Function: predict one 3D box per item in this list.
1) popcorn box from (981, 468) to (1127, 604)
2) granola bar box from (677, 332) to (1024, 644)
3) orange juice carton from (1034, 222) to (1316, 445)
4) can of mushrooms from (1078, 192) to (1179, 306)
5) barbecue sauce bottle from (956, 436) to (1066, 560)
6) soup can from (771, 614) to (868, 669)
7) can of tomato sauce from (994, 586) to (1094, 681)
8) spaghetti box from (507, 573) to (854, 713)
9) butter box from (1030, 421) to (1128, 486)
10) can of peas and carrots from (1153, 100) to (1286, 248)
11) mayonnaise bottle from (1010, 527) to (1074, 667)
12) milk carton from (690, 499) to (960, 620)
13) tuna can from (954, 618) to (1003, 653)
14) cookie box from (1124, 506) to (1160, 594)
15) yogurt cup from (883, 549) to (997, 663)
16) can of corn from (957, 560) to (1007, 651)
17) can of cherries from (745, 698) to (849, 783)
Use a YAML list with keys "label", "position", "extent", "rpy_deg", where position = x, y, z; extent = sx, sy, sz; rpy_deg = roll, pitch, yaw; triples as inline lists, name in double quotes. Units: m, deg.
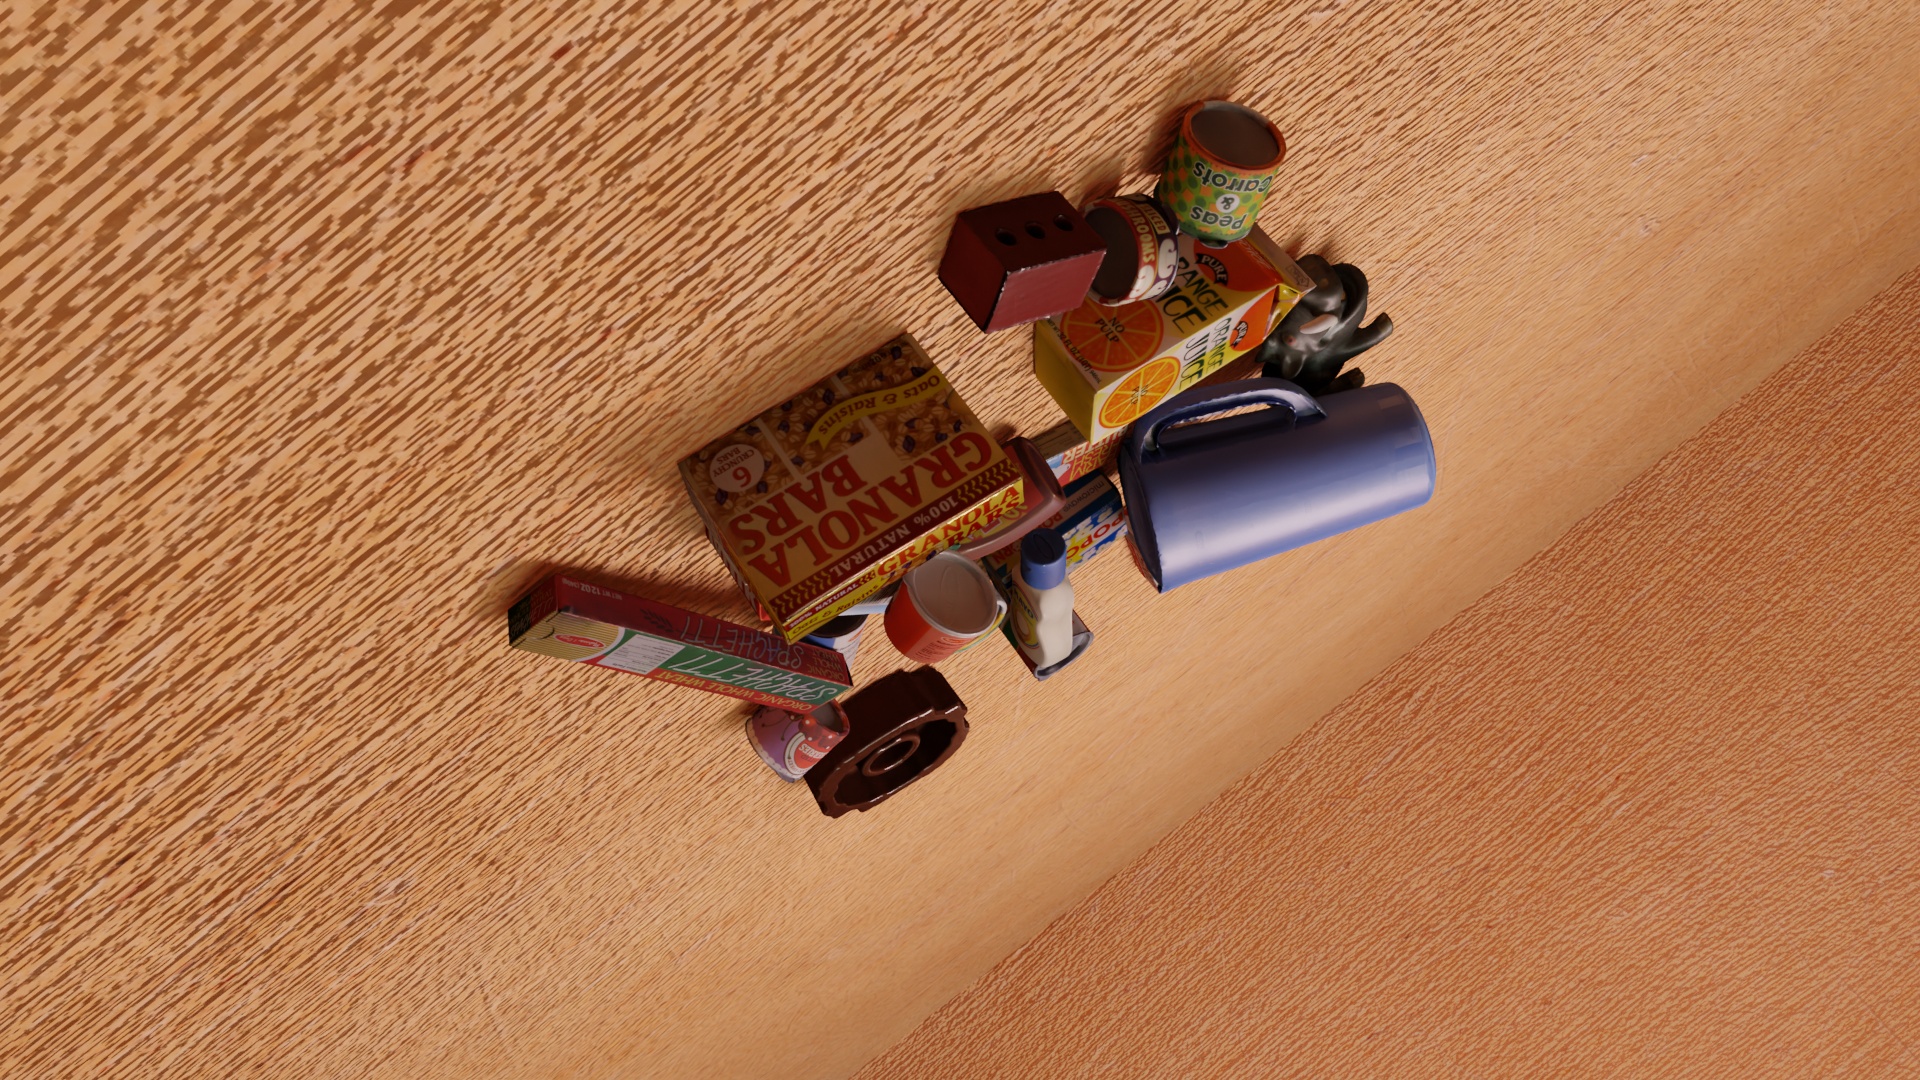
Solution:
- label: "popcorn box"
  position: [0.082, 0.000, 1.198]
  extent: [0.127, 0.038, 0.085]
  rpy_deg: [-35, 156, -4]
- label: "granola bar box"
  position: [-0.064, -0.034, 0.822]
  extent: [0.166, 0.124, 0.039]
  rpy_deg: [-32, 157, -13]
- label: "orange juice carton"
  position: [0.150, -0.155, 0.963]
  extent: [0.193, 0.072, 0.072]
  rpy_deg: [-31, 157, -12]
- label: "can of mushrooms"
  position: [0.101, -0.180, 0.853]
  extent: [0.033, 0.071, 0.070]
  rpy_deg: [-18, 150, -34]
- label: "barbecue sauce bottle"
  position: [0.004, -0.013, 1.041]
  extent: [0.148, 0.065, 0.044]
  rpy_deg: [-35, 164, 17]
- label: "soup can"
  position: [-0.106, 0.060, 1.017]
  extent: [0.071, 0.071, 0.083]
  rpy_deg: [-24, 156, -27]
- label: "can of tomato sauce"
  position: [0.070, 0.075, 1.266]
  extent: [0.071, 0.083, 0.071]
  rpy_deg: [-30, 156, -15]
- label: "spaghetti box"
  position: [-0.173, 0.072, 0.903]
  extent: [0.050, 0.029, 0.250]
  rpy_deg: [-33, 146, 28]
- label: "butter box"
  position: [0.084, -0.068, 1.092]
  extent: [0.104, 0.024, 0.052]
  rpy_deg: [-27, 154, -22]
- label: "can of peas and carrots"
  position: [0.158, -0.224, 0.848]
  extent: [0.071, 0.071, 0.058]
  rpy_deg: [-23, 153, -28]
- label: "mayonnaise bottle"
  position: [0.066, 0.044, 1.137]
  extent: [0.041, 0.065, 0.147]
  rpy_deg: [-26, 149, -14]
- label: "milk carton"
  position: [-0.093, 0.001, 0.915]
  extent: [0.073, 0.072, 0.191]
  rpy_deg: [-48, 155, 24]
- label: "tuna can"
  position: [0.006, 0.068, 1.226]
  extent: [0.071, 0.033, 0.070]
  rpy_deg: [-30, 155, -15]
- label: "cookie box"
  position: [0.222, -0.021, 1.357]
  extent: [0.123, 0.040, 0.167]
  rpy_deg: [-37, 156, 0]
- label: "yogurt cup"
  position: [-0.016, 0.047, 0.937]
  extent: [0.072, 0.072, 0.053]
  rpy_deg: [-15, 156, -41]
- label: "can of corn"
  position: [-0.006, 0.052, 1.149]
  extent: [0.071, 0.058, 0.071]
  rpy_deg: [-30, 155, -15]
- label: "can of cherries"
  position: [-0.133, 0.156, 1.148]
  extent: [0.058, 0.071, 0.071]
  rpy_deg: [-43, 156, 13]
